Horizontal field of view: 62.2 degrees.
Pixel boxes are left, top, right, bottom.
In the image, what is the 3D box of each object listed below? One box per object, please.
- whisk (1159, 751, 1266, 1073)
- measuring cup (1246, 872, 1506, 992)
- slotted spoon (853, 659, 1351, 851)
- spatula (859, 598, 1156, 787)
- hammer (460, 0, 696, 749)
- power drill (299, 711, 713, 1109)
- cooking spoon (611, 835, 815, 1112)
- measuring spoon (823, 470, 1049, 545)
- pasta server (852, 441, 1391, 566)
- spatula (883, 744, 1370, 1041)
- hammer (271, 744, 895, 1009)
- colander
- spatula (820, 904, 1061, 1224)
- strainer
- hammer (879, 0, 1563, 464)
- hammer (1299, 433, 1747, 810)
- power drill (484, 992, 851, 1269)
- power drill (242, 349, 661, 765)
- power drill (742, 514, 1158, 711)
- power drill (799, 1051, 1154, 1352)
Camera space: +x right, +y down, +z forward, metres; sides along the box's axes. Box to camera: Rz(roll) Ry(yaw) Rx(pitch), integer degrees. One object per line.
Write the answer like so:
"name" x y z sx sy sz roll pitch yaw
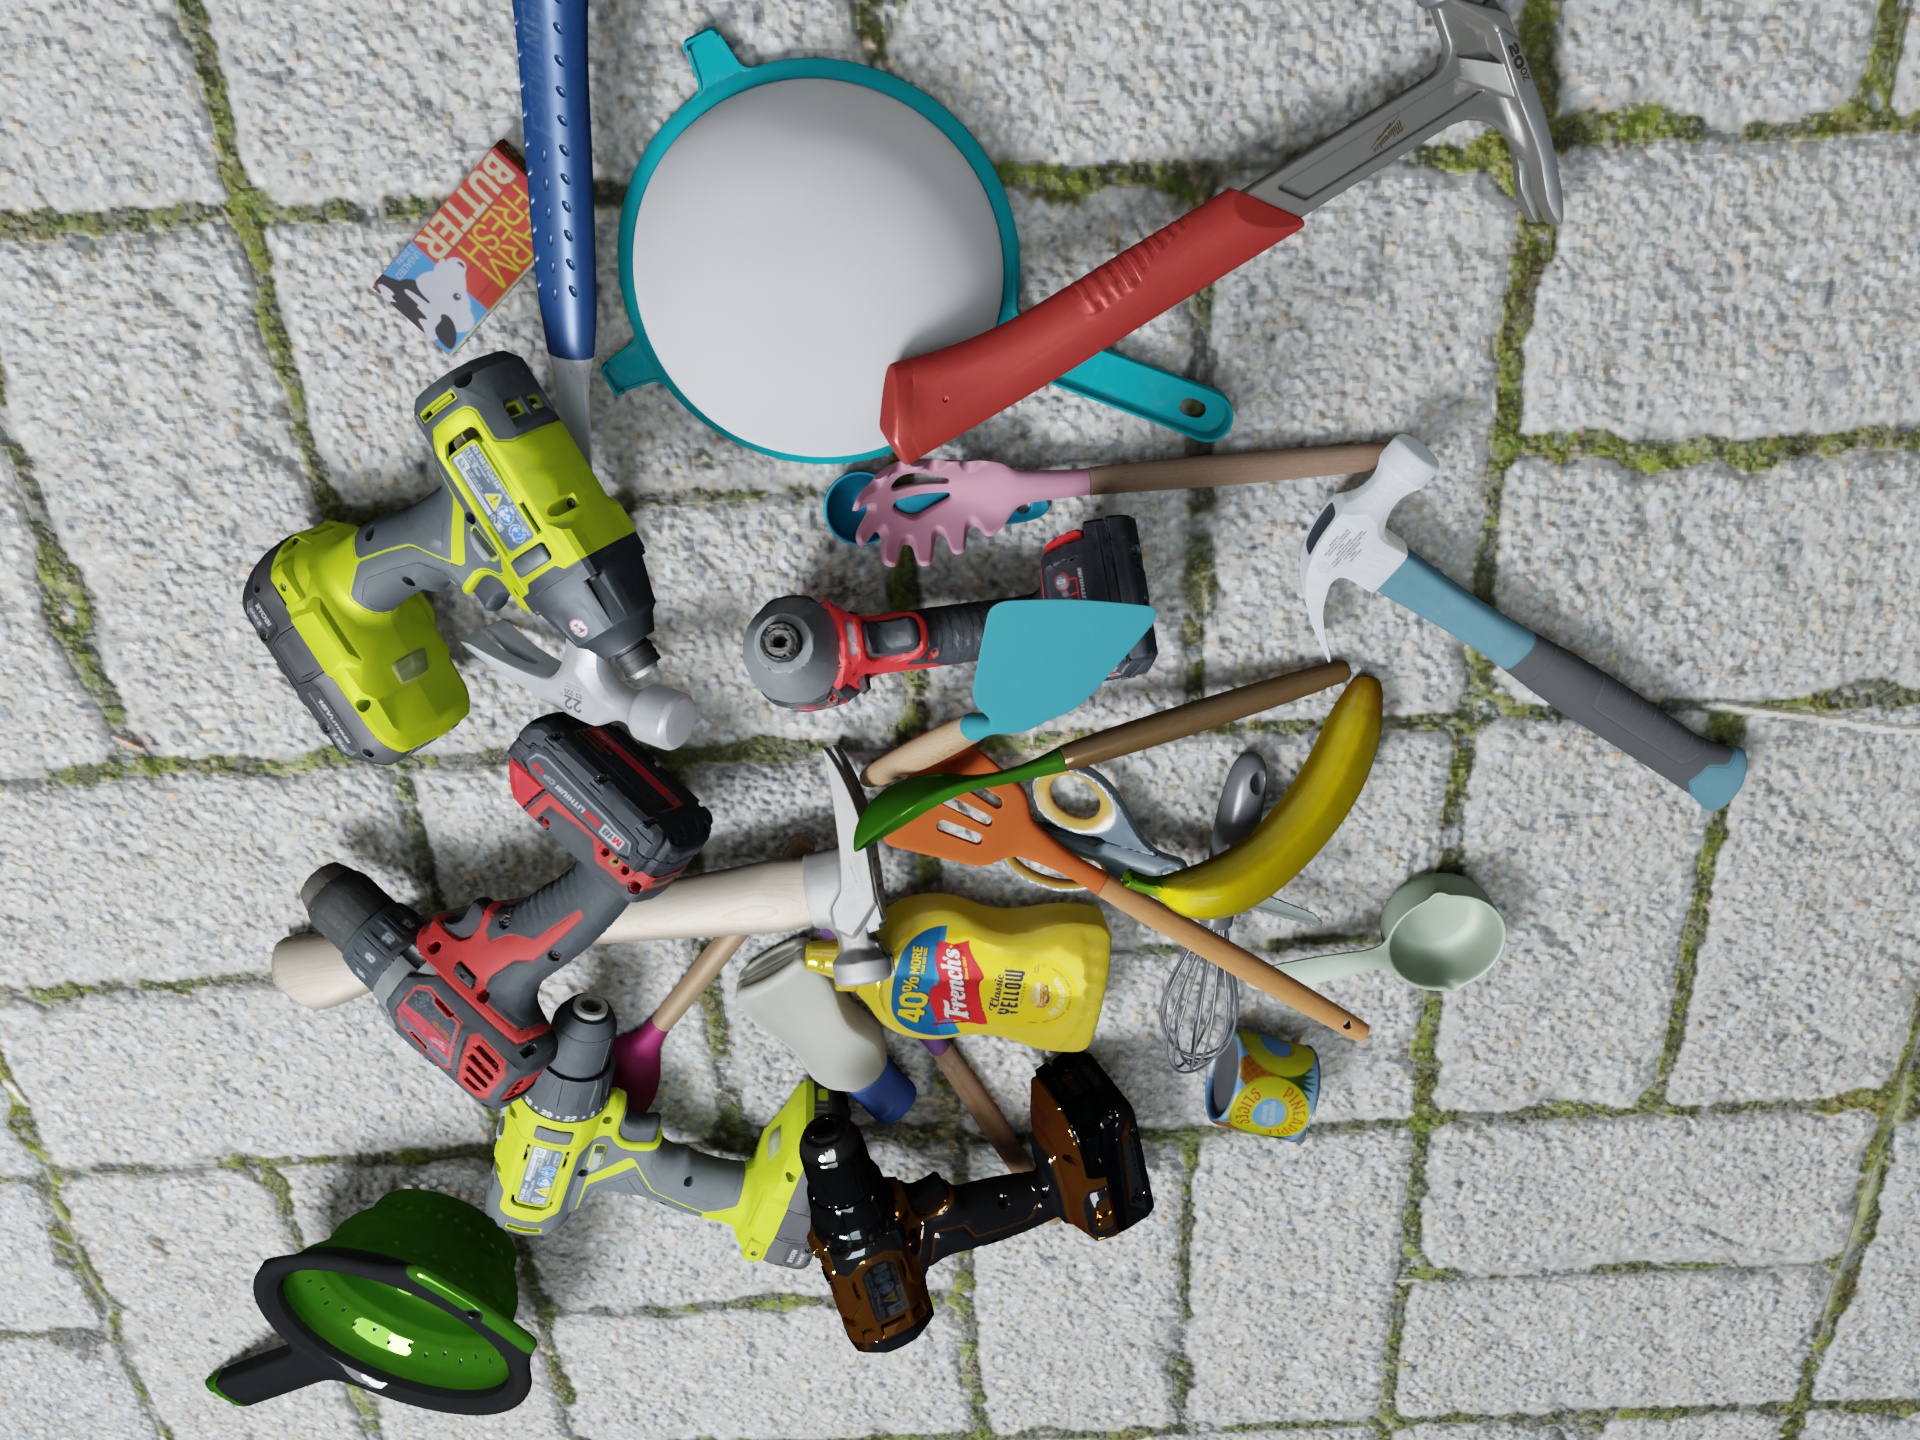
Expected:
"whisk" 0.167 0.128 1.024 0.055 0.055 0.238 6 115 -3
"measuring cup" 0.267 0.144 1.038 0.167 0.038 0.083 -14 119 10
"slotted spoon" 0.083 0.015 0.933 0.313 0.070 0.031 -17 82 -7
"spatula" -0.001 -0.003 0.849 0.082 0.317 0.044 0 79 -21
"hammer" -0.204 -0.178 0.814 0.144 0.035 0.405 18 123 21
"power drill" -0.279 0.098 0.955 0.188 0.080 0.226 41 103 7
"cooking spoon" -0.189 0.188 1.071 0.068 0.017 0.318 32 116 -17
"measuring spoon" -0.014 -0.122 0.901 0.128 0.021 0.042 -2 108 -9
"pasta server" 0.099 -0.130 0.872 0.316 0.040 0.060 -5 125 -2
"spatula" 0.108 0.114 0.971 0.322 0.041 0.081 29 92 1
"hammer" -0.249 0.117 1.005 0.410 0.038 0.146 -9 89 12
"colander" -0.444 0.434 1.181 0.397 0.095 0.204 -29 117 35
"spatula" 0.000 0.243 1.103 0.060 0.018 0.315 -26 116 9
"strainer" -0.014 -0.196 0.811 0.340 0.095 0.211 18 118 -9
"hammer" 0.122 -0.223 0.778 0.359 0.037 0.149 -32 115 -1
"hammer" 0.338 -0.035 0.931 0.330 0.033 0.128 29 124 -18
"power drill" -0.194 0.280 1.078 0.228 0.080 0.190 16 118 -14
"power drill" -0.265 -0.068 0.840 0.223 0.080 0.171 -25 100 34
"power drill" -0.008 -0.050 0.868 0.219 0.143 0.078 -9 86 4
"power drill" 0.005 0.303 1.058 0.226 0.084 0.185 -22 120 -14
